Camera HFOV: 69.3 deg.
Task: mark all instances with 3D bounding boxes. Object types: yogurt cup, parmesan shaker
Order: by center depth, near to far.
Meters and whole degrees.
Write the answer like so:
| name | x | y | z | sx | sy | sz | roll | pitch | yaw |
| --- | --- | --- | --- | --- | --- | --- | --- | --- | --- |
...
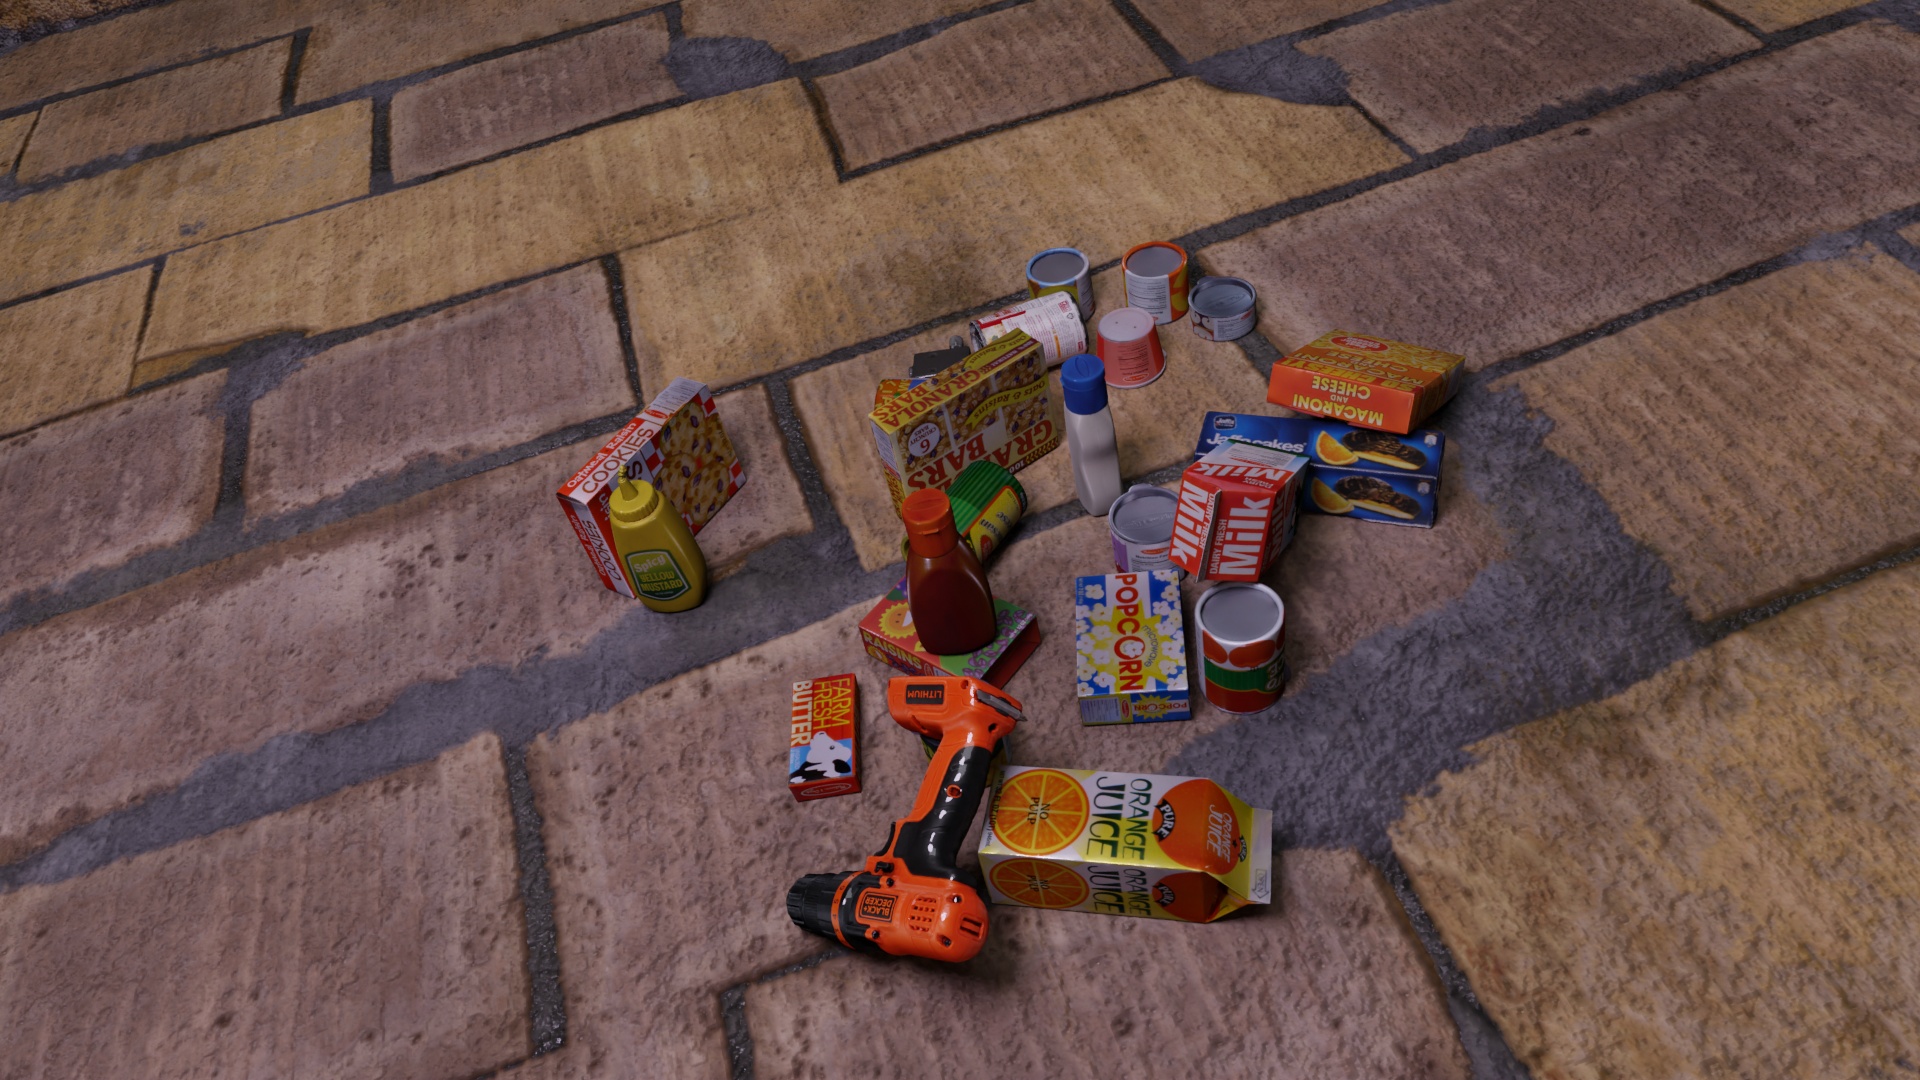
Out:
| name | x | y | z | sx | sy | sz | roll | pitch | yaw |
| --- | --- | --- | --- | --- | --- | --- | --- | --- | --- |
| parmesan shaker | 0.004 | -0.015 | 1.196 | 0.071 | 0.071 | 0.103 | 20 | 54 | 30 |
| yogurt cup | 0.162 | -0.188 | 1.342 | 0.072 | 0.053 | 0.073 | -7 | 45 | 7 |

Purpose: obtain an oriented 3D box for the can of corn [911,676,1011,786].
| name | x | y | z | sx | sy | sz | roll | pitch | yaw |
| --- | --- | --- | --- | --- | --- | --- | --- | --- | --- |
| can of corn | 0.001 | 0.147 | 1.046 | 0.071 | 0.058 | 0.071 | -7 | 45 | 7 |

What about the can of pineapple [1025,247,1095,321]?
| name | x | y | z | sx | sy | sz | roll | pitch | yaw |
| --- | --- | --- | --- | --- | --- | --- | --- | --- | --- |
| can of pineapple | 0.101 | -0.258 | 1.423 | 0.071 | 0.057 | 0.071 | -7 | 45 | 7 |

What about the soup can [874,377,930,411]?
| name | x | y | z | sx | sy | sz | roll | pitch | yaw |
| --- | --- | --- | --- | --- | --- | --- | --- | --- | --- |
| soup can | -0.032 | -0.119 | 1.312 | 0.084 | 0.071 | 0.072 | 3 | 47 | 16 |

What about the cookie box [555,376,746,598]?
| name | x | y | z | sx | sy | sz | roll | pitch | yaw |
| --- | --- | --- | --- | --- | --- | --- | --- | --- | --- |
| cookie box | -0.276 | -0.049 | 1.258 | 0.040 | 0.122 | 0.168 | 18 | 53 | 29 |

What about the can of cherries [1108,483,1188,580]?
| name | x | y | z | sx | sy | sz | roll | pitch | yaw |
| --- | --- | --- | --- | --- | --- | --- | --- | --- | --- |
| can of cherries | 0.159 | -0.004 | 1.158 | 0.071 | 0.058 | 0.072 | -7 | 45 | 8 |

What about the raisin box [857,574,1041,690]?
| name | x | y | z | sx | sy | sz | roll | pitch | yaw |
| --- | --- | --- | --- | --- | --- | --- | --- | --- | --- |
| raisin box | -0.009 | 0.076 | 1.132 | 0.123 | 0.040 | 0.086 | 24 | 57 | 30 |

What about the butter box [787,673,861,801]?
| name | x | y | z | sx | sy | sz | roll | pitch | yaw |
| --- | --- | --- | --- | --- | --- | --- | --- | --- | --- |
| butter box | -0.106 | 0.152 | 1.089 | 0.053 | 0.024 | 0.104 | -9 | 45 | 5 |

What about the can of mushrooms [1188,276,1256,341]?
| name | x | y | z | sx | sy | sz | roll | pitch | yaw |
| --- | --- | --- | --- | --- | --- | --- | --- | --- | --- |
| can of mushrooms | 0.259 | -0.231 | 1.376 | 0.071 | 0.033 | 0.071 | -7 | 45 | 7 |

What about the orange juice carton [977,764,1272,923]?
| name | x | y | z | sx | sy | sz | roll | pitch | yaw |
| --- | --- | --- | --- | --- | --- | --- | --- | --- | --- |
| orange juice carton | 0.115 | 0.208 | 0.949 | 0.193 | 0.072 | 0.072 | 1 | 48 | 14 |

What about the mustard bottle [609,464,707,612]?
| name | x | y | z | sx | sy | sz | roll | pitch | yaw |
| --- | --- | --- | --- | --- | --- | --- | --- | --- | --- |
| mustard bottle | -0.265 | -0.004 | 1.185 | 0.065 | 0.159 | 0.049 | -9 | 46 | 7 |

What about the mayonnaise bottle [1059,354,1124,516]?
| name | x | y | z | sx | sy | sz | roll | pitch | yaw |
| --- | --- | --- | --- | --- | --- | --- | --- | --- | --- |
| mayonnaise bottle | 0.113 | -0.092 | 1.192 | 0.041 | 0.147 | 0.065 | -15 | 45 | -2 |

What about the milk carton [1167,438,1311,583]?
| name | x | y | z | sx | sy | sz | roll | pitch | yaw |
| --- | --- | --- | --- | --- | --- | --- | --- | --- | --- |
| milk carton | 0.214 | -0.023 | 1.075 | 0.073 | 0.072 | 0.191 | 14 | 18 | 20 |

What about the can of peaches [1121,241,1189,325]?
| name | x | y | z | sx | sy | sz | roll | pitch | yaw |
| --- | --- | --- | --- | --- | --- | --- | --- | --- | --- |
| can of peaches | 0.198 | -0.262 | 1.404 | 0.071 | 0.057 | 0.071 | -7 | 45 | 7 |

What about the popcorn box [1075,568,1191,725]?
| name | x | y | z | sx | sy | sz | roll | pitch | yaw |
| --- | --- | --- | --- | --- | --- | --- | --- | --- | --- |
| popcorn box | 0.135 | 0.082 | 1.093 | 0.085 | 0.038 | 0.127 | -4 | 45 | 8 |

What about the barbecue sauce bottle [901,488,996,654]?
| name | x | y | z | sx | sy | sz | roll | pitch | yaw |
| --- | --- | --- | --- | --- | --- | --- | --- | --- | --- |
| barbecue sauce bottle | -0.013 | 0.025 | 1.050 | 0.065 | 0.147 | 0.044 | -12 | 46 | 2 |

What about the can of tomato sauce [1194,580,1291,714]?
| name | x | y | z | sx | sy | sz | roll | pitch | yaw |
| --- | --- | --- | --- | --- | --- | --- | --- | --- | --- |
| can of tomato sauce | 0.213 | 0.080 | 1.045 | 0.071 | 0.082 | 0.071 | -7 | 45 | 7 |

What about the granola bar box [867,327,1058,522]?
| name | x | y | z | sx | sy | sz | roll | pitch | yaw |
| --- | --- | --- | --- | --- | --- | --- | --- | --- | --- |
| granola bar box | 0.006 | -0.098 | 1.240 | 0.166 | 0.123 | 0.039 | -32 | 47 | -18 |

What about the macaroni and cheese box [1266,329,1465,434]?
| name | x | y | z | sx | sy | sz | roll | pitch | yaw |
| --- | --- | --- | --- | --- | --- | --- | --- | --- | --- |
| macaroni and cheese box | 0.356 | -0.140 | 1.213 | 0.124 | 0.040 | 0.167 | 18 | 26 | 28 |
